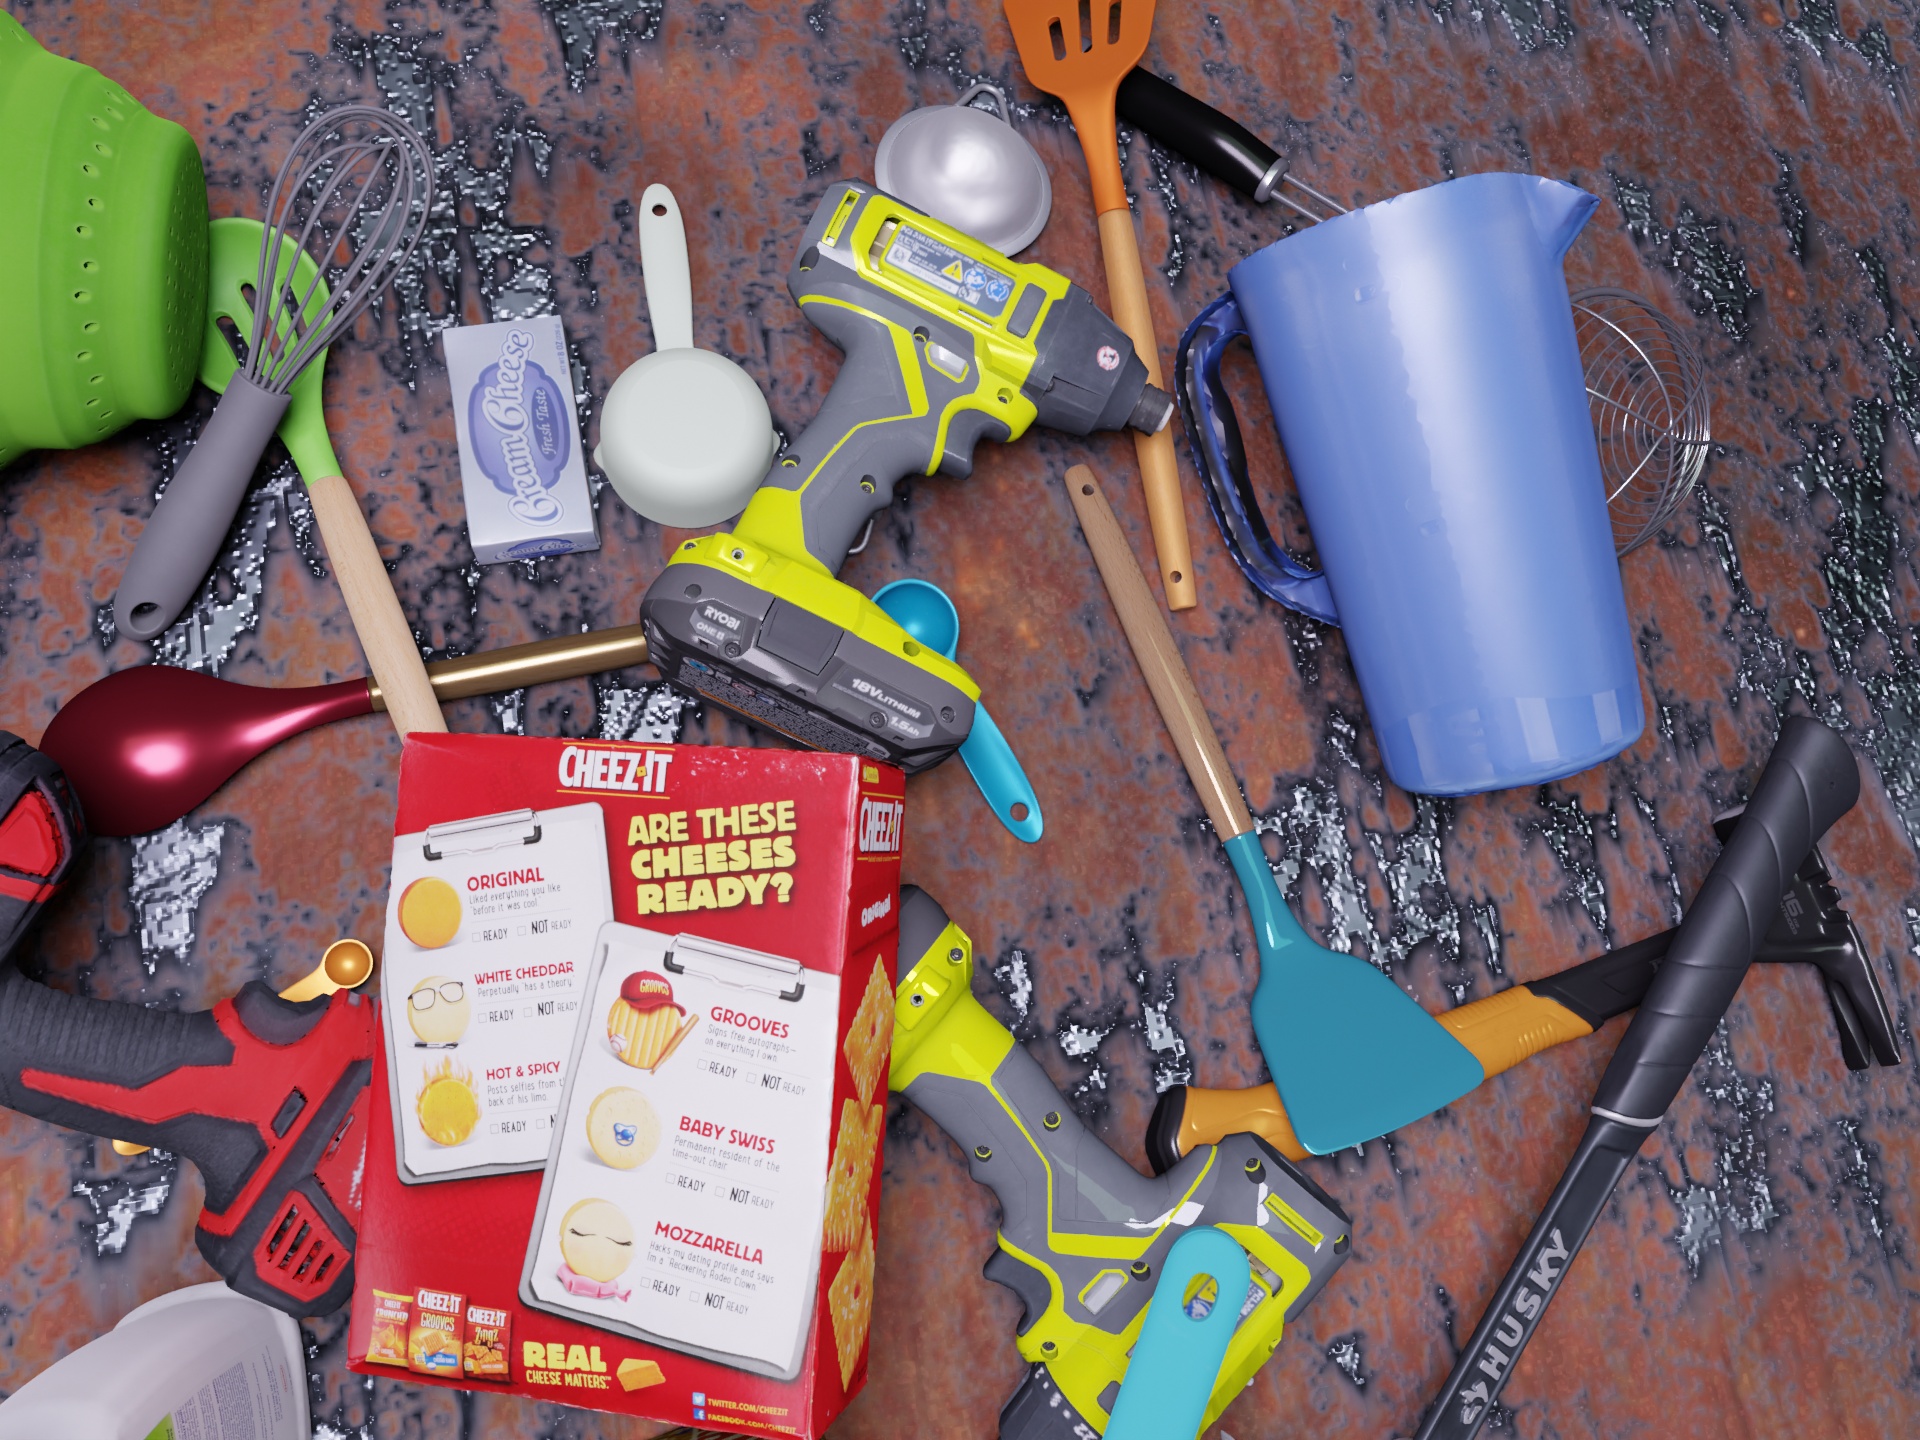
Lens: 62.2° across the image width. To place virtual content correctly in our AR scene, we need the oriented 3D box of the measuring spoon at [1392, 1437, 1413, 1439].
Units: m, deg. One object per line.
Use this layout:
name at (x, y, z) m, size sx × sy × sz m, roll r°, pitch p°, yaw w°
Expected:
measuring spoon at (0.167, 0.347, 0.624) m, size 0.034 × 0.018 × 0.124 m, roll 22°, pitch 74°, yaw -3°

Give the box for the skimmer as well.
skimmer at (0.198, -0.213, 0.771) m, size 0.363 × 0.090 × 0.127 m, roll 37°, pitch 81°, yaw 13°

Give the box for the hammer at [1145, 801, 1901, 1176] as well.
hammer at (0.239, 0.139, 0.682) m, size 0.337 × 0.034 × 0.127 m, roll -17°, pitch 78°, yaw -12°

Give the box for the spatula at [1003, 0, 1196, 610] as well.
spatula at (0.078, -0.209, 0.741) m, size 0.081 × 0.041 × 0.323 m, roll -11°, pitch 86°, yaw 17°

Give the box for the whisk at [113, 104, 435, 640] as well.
whisk at (-0.277, -0.132, 0.625) m, size 0.055 × 0.055 × 0.239 m, roll 33°, pitch 102°, yaw 1°

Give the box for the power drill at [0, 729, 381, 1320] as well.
power drill at (-0.278, 0.102, 0.565) m, size 0.219 × 0.078 × 0.143 m, roll 37°, pitch 77°, yaw -20°

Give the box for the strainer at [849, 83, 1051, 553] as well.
strainer at (-0.014, -0.195, 0.730) m, size 0.087 × 0.050 × 0.258 m, roll 18°, pitch 77°, yaw -8°

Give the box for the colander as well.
colander at (-0.346, -0.092, 0.598) m, size 0.094 × 0.204 × 0.397 m, roll 5°, pitch 93°, yaw -17°

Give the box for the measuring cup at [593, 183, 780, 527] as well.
measuring cup at (-0.126, -0.170, 0.704) m, size 0.083 × 0.038 × 0.168 m, roll -7°, pitch 79°, yaw -10°

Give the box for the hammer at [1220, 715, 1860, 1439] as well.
hammer at (0.251, 0.170, 0.631) m, size 0.149 × 0.036 × 0.409 m, roll 39°, pitch 77°, yaw -17°

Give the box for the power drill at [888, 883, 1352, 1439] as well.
power drill at (0.006, 0.192, 0.603) m, size 0.228 × 0.080 × 0.190 m, roll 41°, pitch 91°, yaw 3°

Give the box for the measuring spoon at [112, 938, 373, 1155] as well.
measuring spoon at (-0.279, 0.128, 0.621) m, size 0.117 × 0.011 × 0.021 m, roll -40°, pitch 85°, yaw -12°

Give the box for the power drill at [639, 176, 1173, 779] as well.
power drill at (-0.019, -0.096, 0.656) m, size 0.171 × 0.080 × 0.223 m, roll 26°, pitch 73°, yaw -6°

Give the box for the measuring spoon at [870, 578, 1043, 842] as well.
measuring spoon at (-0.001, -0.002, 0.695) m, size 0.042 × 0.021 × 0.128 m, roll -30°, pitch 91°, yaw -13°

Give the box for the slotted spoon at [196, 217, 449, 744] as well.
slotted spoon at (-0.252, -0.073, 0.650) m, size 0.070 × 0.031 × 0.314 m, roll -27°, pitch 74°, yaw -1°

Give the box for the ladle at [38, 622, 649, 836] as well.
ladle at (-0.217, -0.014, 0.659) m, size 0.315 × 0.031 × 0.069 m, roll -12°, pitch 76°, yaw -13°

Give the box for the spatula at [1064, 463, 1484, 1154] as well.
spatula at (0.113, 0.023, 0.683) m, size 0.082 × 0.044 × 0.318 m, roll -21°, pitch 76°, yaw -9°

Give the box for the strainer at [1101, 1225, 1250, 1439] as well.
strainer at (0.028, 0.334, 0.549) m, size 0.211 × 0.095 × 0.340 m, roll 21°, pitch 83°, yaw 8°
